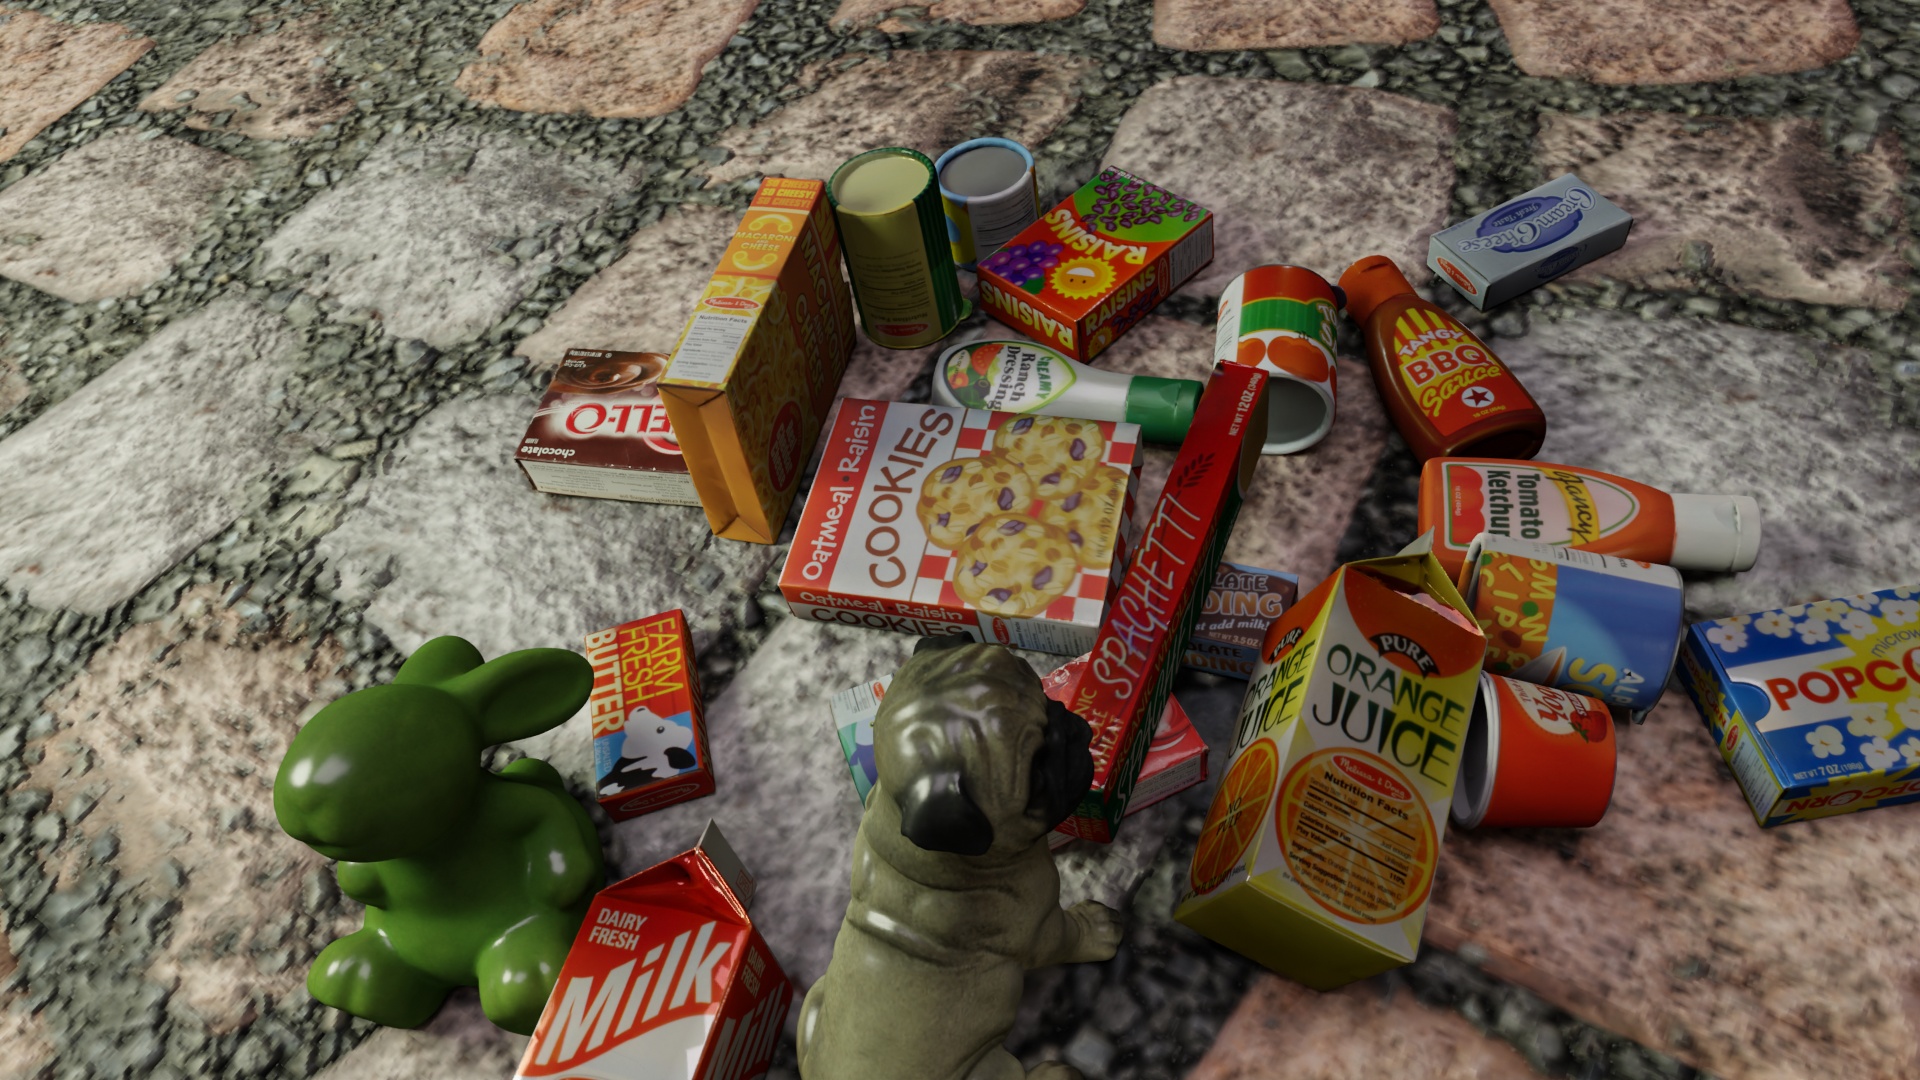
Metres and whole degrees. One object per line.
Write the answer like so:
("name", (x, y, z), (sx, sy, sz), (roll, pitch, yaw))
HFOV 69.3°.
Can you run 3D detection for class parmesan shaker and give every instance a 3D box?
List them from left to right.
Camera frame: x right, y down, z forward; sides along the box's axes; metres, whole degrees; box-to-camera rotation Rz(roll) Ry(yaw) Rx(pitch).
("parmesan shaker", (-0.035, -0.175, 0.832), (0.071, 0.102, 0.072), (-5, 50, 6))

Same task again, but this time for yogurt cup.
("yogurt cup", (0.242, 0.091, 0.590), (0.054, 0.072, 0.073), (6, 52, 5))

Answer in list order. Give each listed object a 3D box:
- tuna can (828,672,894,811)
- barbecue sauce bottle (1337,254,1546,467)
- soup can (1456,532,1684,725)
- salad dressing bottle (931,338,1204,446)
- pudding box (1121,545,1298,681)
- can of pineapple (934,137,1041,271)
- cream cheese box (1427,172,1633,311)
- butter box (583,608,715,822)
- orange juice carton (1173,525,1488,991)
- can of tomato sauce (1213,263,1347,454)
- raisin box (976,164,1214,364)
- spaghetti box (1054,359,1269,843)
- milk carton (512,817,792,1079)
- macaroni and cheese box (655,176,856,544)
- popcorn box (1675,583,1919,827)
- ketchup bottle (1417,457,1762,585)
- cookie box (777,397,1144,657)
("tuna can", (-0.034, 0.099, 0.635), (0.033, 0.070, 0.071), (-20, 50, -4))
("barbecue sauce bottle", (0.252, -0.097, 0.754), (0.065, 0.043, 0.149), (-17, 50, -3))
("soup can", (0.268, 0.039, 0.622), (0.084, 0.071, 0.072), (11, 54, 12))
("salad dressing bottle", (0.060, -0.078, 0.774), (0.148, 0.043, 0.064), (8, 61, 16))
("pudding box", (0.120, 0.036, 0.678), (0.084, 0.030, 0.050), (11, 53, 19))
("can of pineapple", (0.017, -0.215, 0.885), (0.071, 0.057, 0.071), (-5, 50, 7))
("cream cheese box", (0.334, -0.177, 0.817), (0.104, 0.024, 0.053), (-25, 51, -10))
("butter box", (-0.156, 0.085, 0.693), (0.053, 0.024, 0.104), (-16, 50, -2))
("orange juice carton", (0.162, 0.082, 0.587), (0.073, 0.071, 0.193), (27, 59, -2))
("can of tomato sauce", (0.173, -0.098, 0.755), (0.071, 0.071, 0.083), (3, 53, 13))
("raisin box", (0.083, -0.170, 0.848), (0.124, 0.040, 0.086), (-40, 56, -23))
("spaghetti box", (0.096, 0.021, 0.642), (0.029, 0.050, 0.251), (13, 55, 21))
("milk carton", (-0.124, 0.211, 0.554), (0.073, 0.072, 0.191), (7, 54, 16))
("macaroni and cheese box", (-0.105, -0.101, 0.772), (0.040, 0.123, 0.167), (8, 53, 13))
("popcorn box", (0.391, 0.068, 0.597), (0.127, 0.038, 0.085), (-10, 51, 2))
("ketchup bottle", (0.300, -0.006, 0.671), (0.149, 0.043, 0.065), (3, 61, 12))
("cookie box", (0.003, -0.009, 0.725), (0.167, 0.040, 0.123), (6, 58, 15))
